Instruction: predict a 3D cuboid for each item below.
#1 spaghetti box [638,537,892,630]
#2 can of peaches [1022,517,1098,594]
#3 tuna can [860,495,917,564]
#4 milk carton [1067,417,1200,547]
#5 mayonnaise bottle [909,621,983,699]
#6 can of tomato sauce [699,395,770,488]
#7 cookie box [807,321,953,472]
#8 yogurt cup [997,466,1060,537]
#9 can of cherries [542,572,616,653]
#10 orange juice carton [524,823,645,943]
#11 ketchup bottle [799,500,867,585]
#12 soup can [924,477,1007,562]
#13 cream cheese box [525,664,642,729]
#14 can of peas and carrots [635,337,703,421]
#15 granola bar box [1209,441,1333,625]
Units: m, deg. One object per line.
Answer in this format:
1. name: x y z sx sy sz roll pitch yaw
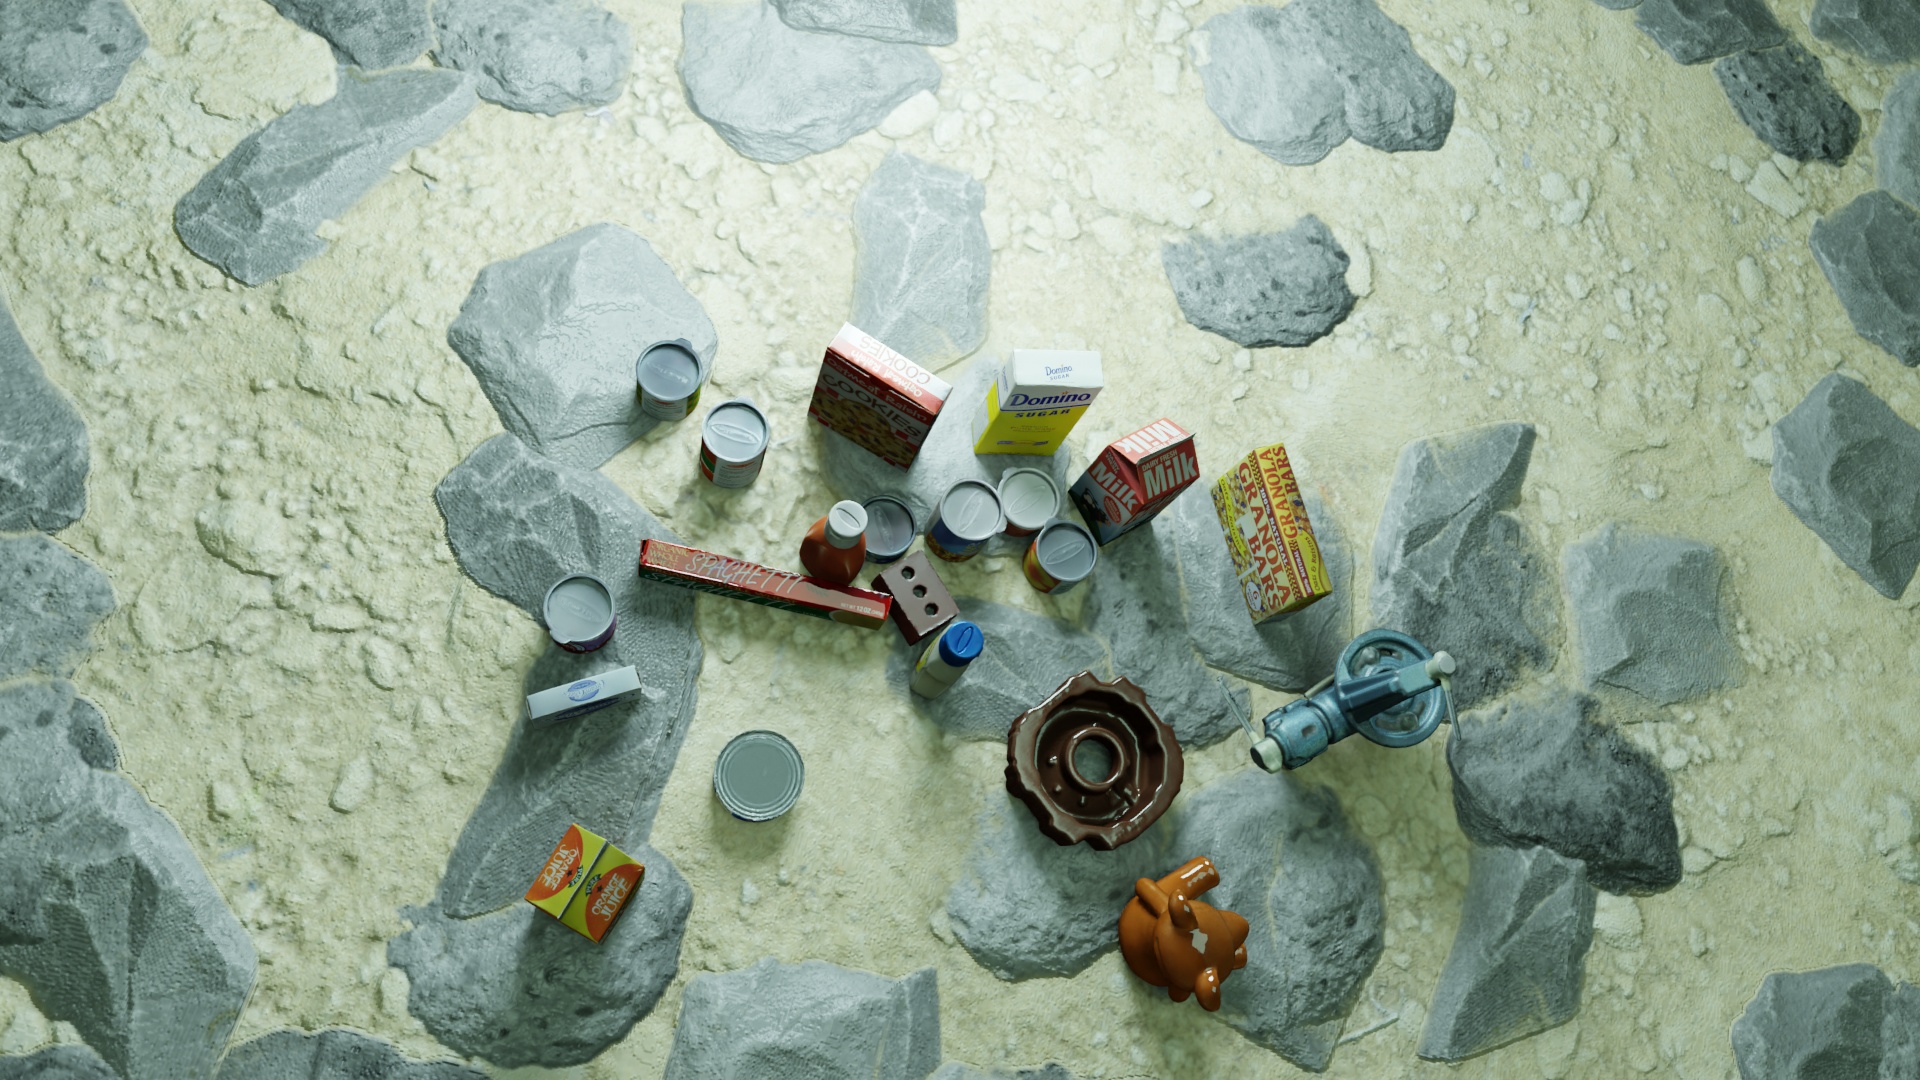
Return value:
1. spaghetti box: -0.194 0.044 1.373 0.250 0.050 0.029 13 70 -9
2. can of peaches: 0.102 0.016 1.447 0.071 0.058 0.071 4 72 -12
3. tuna can: -0.082 -0.010 1.426 0.071 0.032 0.071 4 72 -12
4. milk carton: 0.181 -0.064 1.420 0.072 0.190 0.073 -26 80 -19
5. mayonnaise bottle: -0.012 0.112 1.341 0.041 0.147 0.065 30 69 -3
6. can of tomato sauce: -0.227 -0.098 1.393 0.071 0.082 0.071 4 72 -12
7. cookie box: -0.084 -0.139 1.395 0.123 0.167 0.040 31 69 -2
8. yogurt cup: 0.066 -0.037 1.458 0.072 0.053 0.072 4 72 -12
9. can of cherries: -0.363 0.072 1.320 0.071 0.058 0.071 4 72 -12
10. orange juice carton: -0.319 0.295 1.186 0.073 0.192 0.072 32 69 -2
11. ketchup bottle: -0.120 0.002 1.351 0.065 0.148 0.044 39 69 1
12. soup can: 0.005 -0.018 1.421 0.071 0.083 0.071 4 72 -12
13. cream cheese box: -0.352 0.147 1.301 0.104 0.053 0.024 -16 77 -17
14. can of peas and carrots: -0.295 -0.164 1.412 0.071 0.058 0.071 4 72 -12
15. granola bar box: 0.325 -0.004 1.470 0.039 0.123 0.166 -11 76 -16
